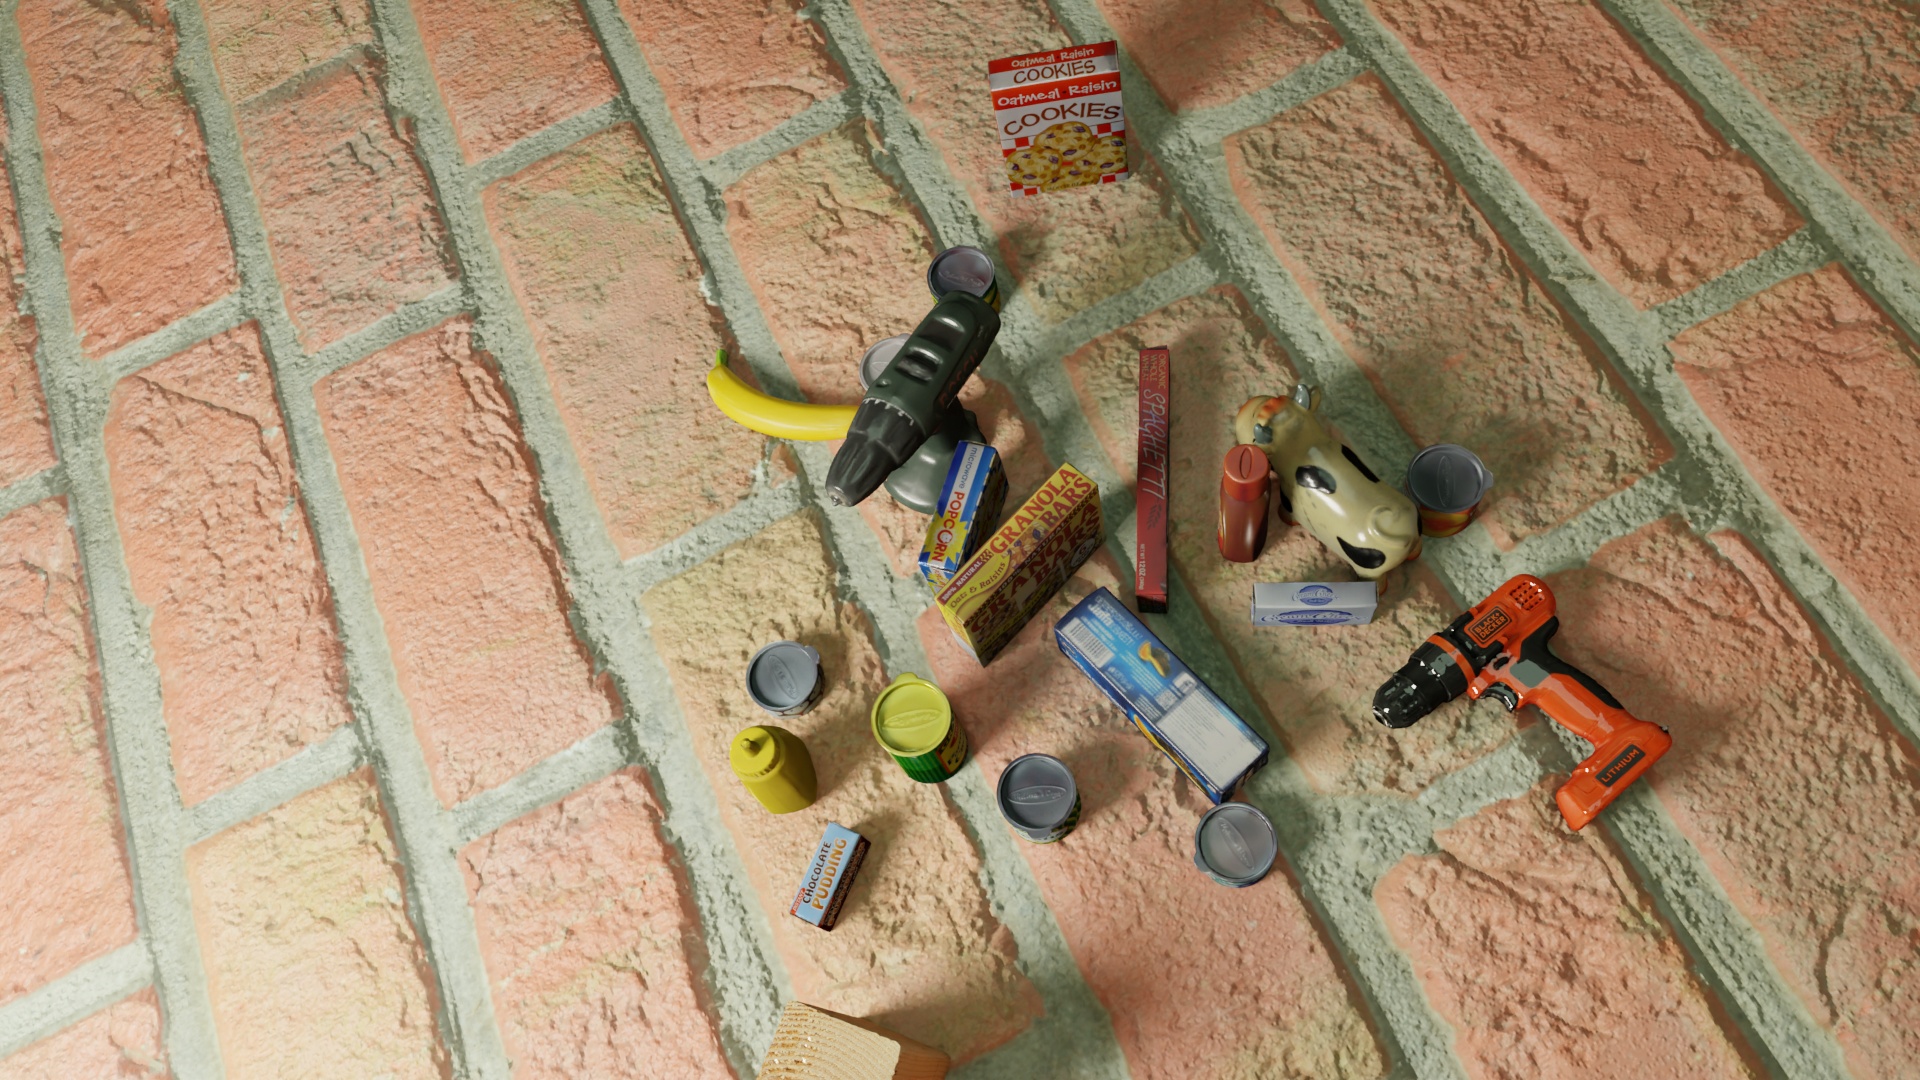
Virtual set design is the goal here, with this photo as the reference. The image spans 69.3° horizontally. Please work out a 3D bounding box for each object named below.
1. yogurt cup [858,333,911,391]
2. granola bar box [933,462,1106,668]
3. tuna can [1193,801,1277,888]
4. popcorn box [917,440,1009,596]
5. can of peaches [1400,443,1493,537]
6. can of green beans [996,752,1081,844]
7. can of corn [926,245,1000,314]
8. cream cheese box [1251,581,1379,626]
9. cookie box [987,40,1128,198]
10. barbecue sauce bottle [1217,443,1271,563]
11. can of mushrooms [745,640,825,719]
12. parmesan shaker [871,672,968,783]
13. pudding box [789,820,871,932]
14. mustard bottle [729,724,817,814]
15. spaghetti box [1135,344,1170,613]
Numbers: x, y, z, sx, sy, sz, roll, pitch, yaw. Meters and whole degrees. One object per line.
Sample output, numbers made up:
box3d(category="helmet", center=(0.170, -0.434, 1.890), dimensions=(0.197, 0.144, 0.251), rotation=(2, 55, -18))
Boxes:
box3d(category="yogurt cup", center=(-0.060, -0.155, 1.344), dimensions=(0.072, 0.053, 0.072), rotation=(-3, 67, 8))
box3d(category="granola bar box", center=(0.055, 0.023, 1.210), dimensions=(0.039, 0.124, 0.166), rotation=(40, 79, 22))
box3d(category="tuna can", center=(0.223, 0.250, 1.134), dimensions=(0.071, 0.032, 0.071), rotation=(-3, 67, 8))
box3d(category="popcorn box", center=(0.004, -0.016, 1.256), dimensions=(0.038, 0.085, 0.127), rotation=(13, 70, 15))
box3d(category="can of peaches", center=(0.423, -0.043, 1.212), dimensions=(0.071, 0.058, 0.071), rotation=(-3, 67, 8))
box3d(category="can of green beans", center=(0.066, 0.217, 1.161), dimensions=(0.071, 0.057, 0.071), rotation=(-3, 67, 8))
box3d(category="can of corn", center=(0.003, -0.245, 1.369), dimensions=(0.071, 0.058, 0.071), rotation=(-3, 67, 8))
box3d(category="cream cheese box", center=(0.303, 0.055, 1.193), dimensions=(0.104, 0.053, 0.024), rotation=(-1, 67, 9))
box3d(category="cookie box", center=(0.099, -0.411, 1.365), dimensions=(0.123, 0.167, 0.040), rotation=(-8, 67, 7))
box3d(category="barbecue sauce bottle", center=(0.243, -0.035, 1.189), dimensions=(0.044, 0.148, 0.065), rotation=(7, 69, 13))
box3d(category="can of mushrooms", center=(-0.155, 0.125, 1.251), dimensions=(0.071, 0.033, 0.071), rotation=(-3, 67, 8))
box3d(category="parmesan shaker", center=(-0.032, 0.160, 1.177), dimensions=(0.071, 0.102, 0.071), rotation=(-3, 67, 8))
box3d(category="pudding box", center=(-0.109, 0.282, 1.167), dimensions=(0.030, 0.049, 0.084), rotation=(20, 72, 17))
box3d(category="mustard bottle", center=(-0.160, 0.185, 1.156), dimensions=(0.049, 0.159, 0.065), rotation=(-16, 66, 3))
box3d(category="spaghetti box", center=(0.176, -0.058, 1.264), dimensions=(0.029, 0.050, 0.251), rotation=(0, 67, 10))
